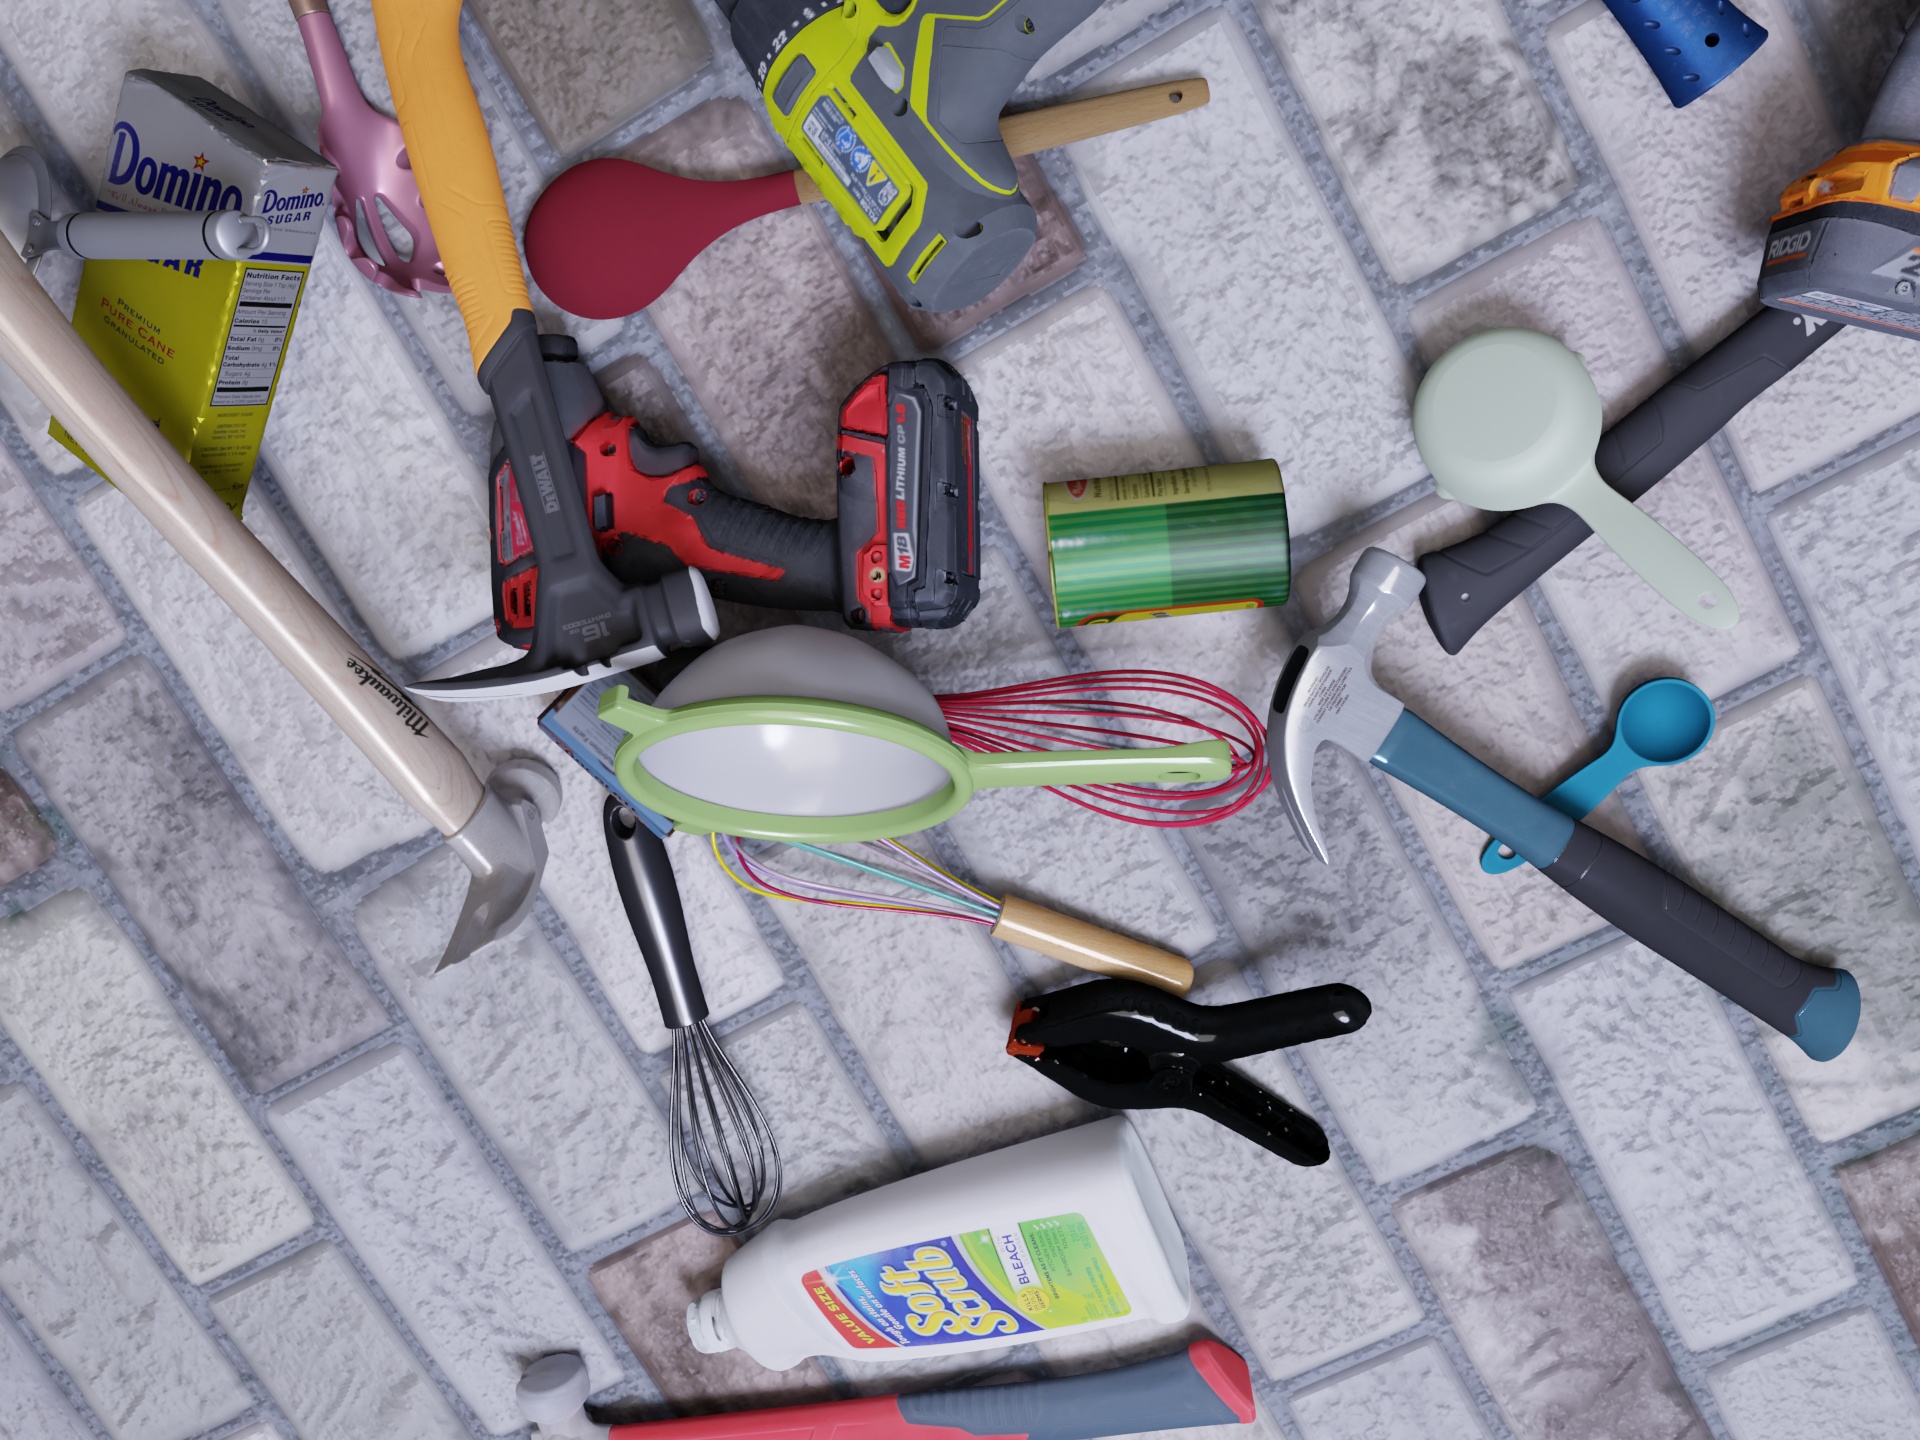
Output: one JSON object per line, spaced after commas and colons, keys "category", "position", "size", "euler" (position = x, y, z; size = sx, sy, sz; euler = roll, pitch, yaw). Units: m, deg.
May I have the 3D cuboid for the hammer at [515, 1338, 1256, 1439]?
{"category": "hammer", "position": [-0.036, 0.390, 0.847], "size": [0.386, 0.038, 0.143], "euler": [-9, 104, 7]}

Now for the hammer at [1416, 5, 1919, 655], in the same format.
{"category": "hammer", "position": [0.338, -0.146, 0.689], "size": [0.334, 0.035, 0.146], "euler": [-41, 97, 12]}

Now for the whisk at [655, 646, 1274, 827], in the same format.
{"category": "whisk", "position": [-0.001, -0.002, 0.741], "size": [0.296, 0.073, 0.073], "euler": [8, 104, 9]}

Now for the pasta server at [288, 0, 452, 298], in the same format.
{"category": "pasta server", "position": [-0.288, -0.336, 0.691], "size": [0.040, 0.060, 0.316], "euler": [-6, 104, 48]}

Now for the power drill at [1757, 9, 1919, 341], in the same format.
{"category": "power drill", "position": [0.414, -0.258, 0.599], "size": [0.164, 0.084, 0.226], "euler": [14, 100, 2]}

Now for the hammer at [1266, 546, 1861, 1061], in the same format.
{"category": "hammer", "position": [0.280, 0.061, 0.720], "size": [0.331, 0.033, 0.128], "euler": [31, 96, -12]}

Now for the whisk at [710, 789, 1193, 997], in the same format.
{"category": "whisk", "position": [-0.004, 0.090, 0.770], "size": [0.245, 0.051, 0.047], "euler": [20, 70, -5]}

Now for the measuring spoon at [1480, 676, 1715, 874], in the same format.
{"category": "measuring spoon", "position": [0.294, 0.027, 0.747], "size": [0.042, 0.021, 0.128], "euler": [42, 112, -5]}

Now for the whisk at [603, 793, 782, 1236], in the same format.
{"category": "whisk", "position": [-0.140, 0.148, 0.795], "size": [0.055, 0.055, 0.239], "euler": [-13, 98, 8]}

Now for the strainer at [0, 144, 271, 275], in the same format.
{"category": "strainer", "position": [-0.375, -0.206, 0.668], "size": [0.258, 0.050, 0.087], "euler": [10, 88, 29]}

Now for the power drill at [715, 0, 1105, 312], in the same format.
{"category": "power drill", "position": [-0.001, -0.298, 0.603], "size": [0.190, 0.080, 0.228], "euler": [55, 132, 7]}

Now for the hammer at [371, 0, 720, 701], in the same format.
{"category": "hammer", "position": [-0.205, -0.176, 0.672], "size": [0.127, 0.034, 0.337], "euler": [-16, 83, 0]}

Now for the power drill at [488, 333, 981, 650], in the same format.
{"category": "power drill", "position": [-0.105, -0.104, 0.711], "size": [0.219, 0.078, 0.143], "euler": [0, 93, 9]}

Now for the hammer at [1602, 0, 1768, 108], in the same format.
{"category": "hammer", "position": [0.175, -0.412, 0.637], "size": [0.144, 0.035, 0.405], "euler": [-41, 97, 12]}

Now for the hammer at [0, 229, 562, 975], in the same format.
{"category": "hammer", "position": [-0.310, -0.073, 0.650], "size": [0.038, 0.146, 0.410], "euler": [-31, 114, 11]}

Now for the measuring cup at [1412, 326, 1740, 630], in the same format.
{"category": "measuring cup", "position": [0.257, -0.099, 0.661], "size": [0.083, 0.038, 0.168], "euler": [-46, 62, 16]}

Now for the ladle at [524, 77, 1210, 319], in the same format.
{"category": "ladle", "position": [-0.046, -0.240, 0.702], "size": [0.315, 0.031, 0.069], "euler": [-12, 101, 6]}

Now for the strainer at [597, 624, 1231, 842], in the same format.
{"category": "strainer", "position": [-0.016, -0.003, 0.674], "size": [0.256, 0.151, 0.069], "euler": [-1, 67, 3]}
